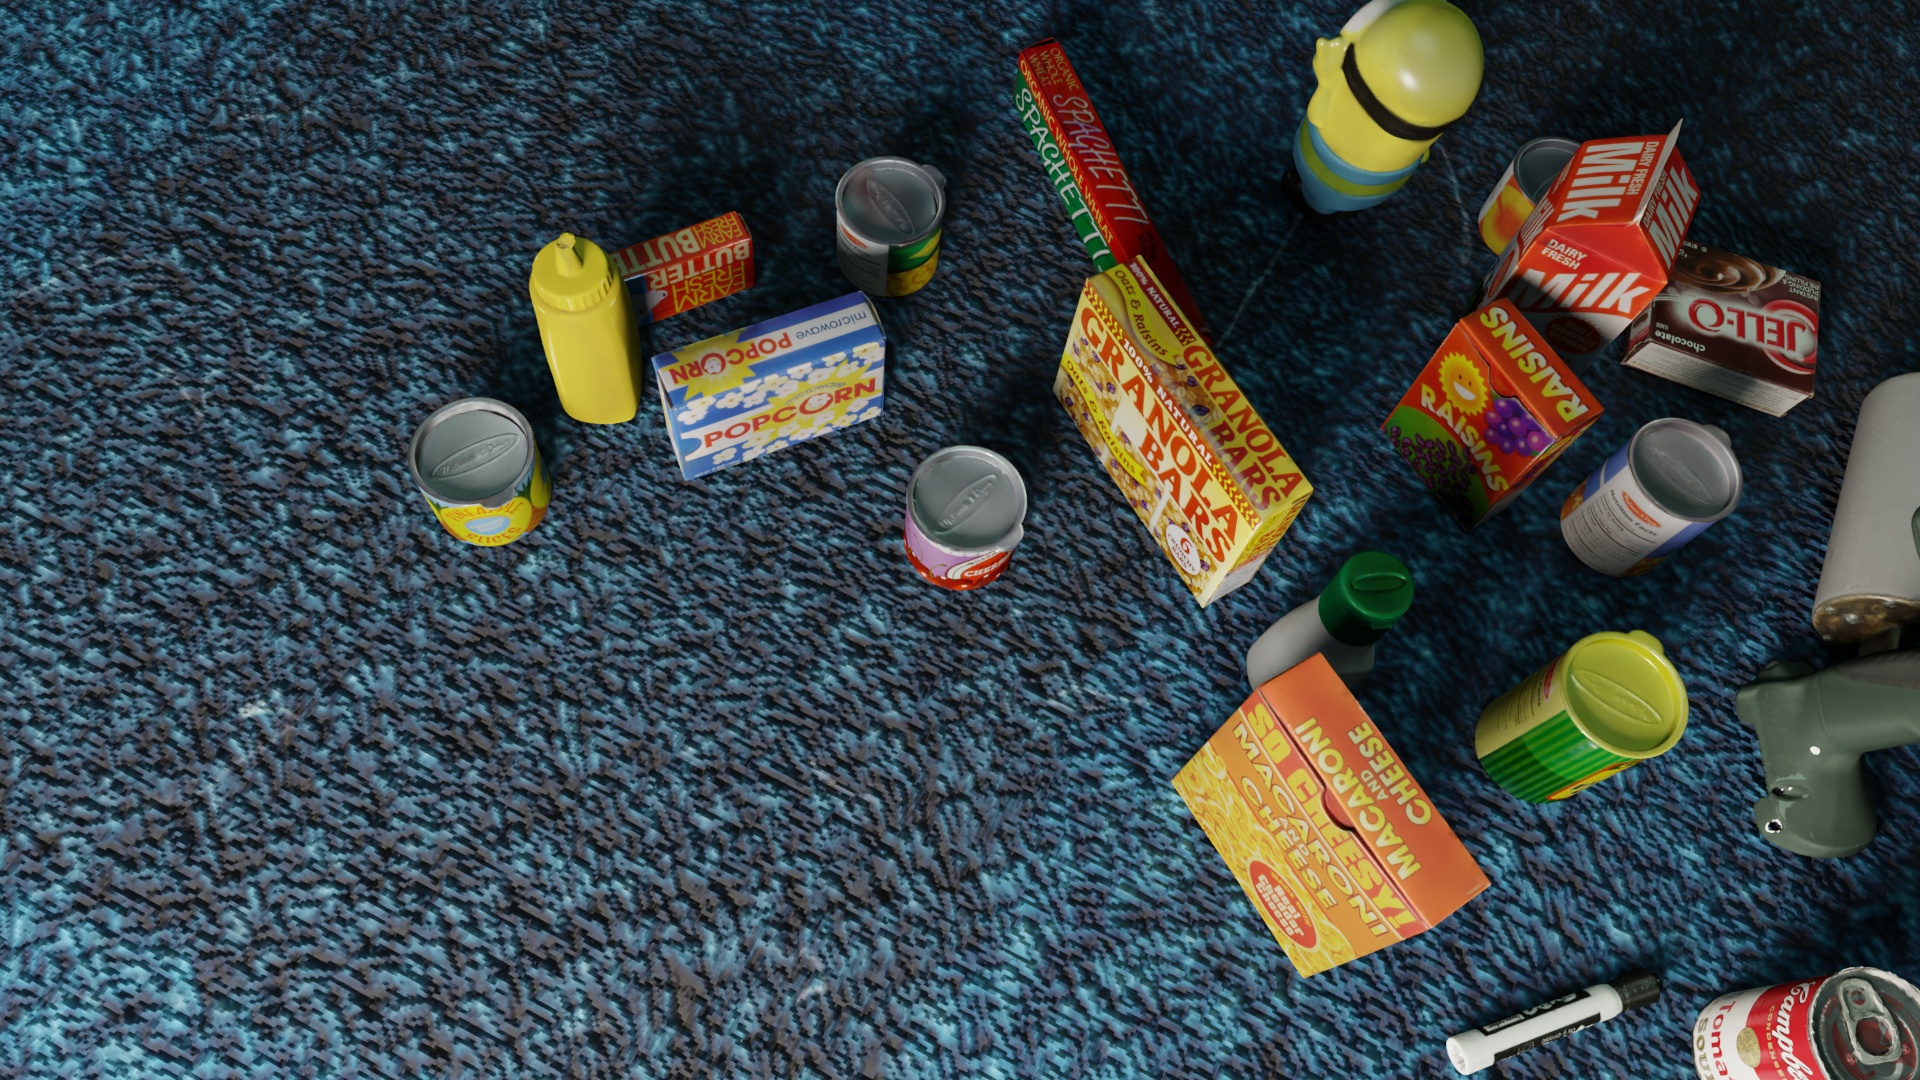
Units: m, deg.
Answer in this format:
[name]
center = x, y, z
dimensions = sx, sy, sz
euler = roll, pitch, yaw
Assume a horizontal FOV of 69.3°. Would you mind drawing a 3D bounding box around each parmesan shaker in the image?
[parmesan shaker]
center = 0.329, 0.095, 0.741
dimensions = 0.071, 0.102, 0.071
euler = 2, 66, -4

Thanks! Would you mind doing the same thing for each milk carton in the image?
[milk carton]
center = 0.362, -0.161, 0.813
dimensions = 0.073, 0.189, 0.072
euler = 28, 66, 7

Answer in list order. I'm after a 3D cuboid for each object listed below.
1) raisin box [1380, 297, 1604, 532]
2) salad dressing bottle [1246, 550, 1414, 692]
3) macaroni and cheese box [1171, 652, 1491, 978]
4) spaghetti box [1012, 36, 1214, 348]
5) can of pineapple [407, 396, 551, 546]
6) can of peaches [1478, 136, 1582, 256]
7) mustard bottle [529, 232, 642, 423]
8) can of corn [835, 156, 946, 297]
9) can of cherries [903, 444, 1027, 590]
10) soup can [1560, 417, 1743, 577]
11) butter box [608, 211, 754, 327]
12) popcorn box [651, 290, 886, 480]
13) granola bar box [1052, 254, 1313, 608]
[raisin box]
center = 0.302, -0.070, 0.803
dimensions = 0.040, 0.123, 0.086
euler = -27, 71, -16
[salad dressing bottle]
center = 0.193, 0.050, 0.724
dimensions = 0.064, 0.147, 0.044
euler = -5, 66, -7
[macaroni and cheese box]
center = 0.169, 0.139, 0.671
dimensions = 0.040, 0.165, 0.124
euler = -28, 71, -16
[spaghetti box]
center = 0.093, -0.211, 0.888
dimensions = 0.029, 0.050, 0.251
euler = -18, 68, -13
[can of pineapple]
center = -0.264, -0.035, 0.769
dimensions = 0.071, 0.057, 0.071
euler = 2, 66, -4
[can of peaches]
center = 0.386, -0.220, 0.915
dimensions = 0.071, 0.057, 0.071
euler = 2, 66, -4
[mustard bottle]
center = -0.205, -0.122, 0.758
dimensions = 0.049, 0.159, 0.065
euler = -3, 66, -7
[can of corn]
center = -0.042, -0.195, 0.863
dimensions = 0.071, 0.058, 0.071
euler = 2, 66, -4
[can of cherries]
center = 0.003, -0.010, 0.782
dimensions = 0.071, 0.058, 0.072
euler = 2, 66, -4
[soup can]
center = 0.404, -0.025, 0.813
dimensions = 0.071, 0.083, 0.071
euler = 2, 66, -4
[butter box]
center = -0.176, -0.159, 0.836
dimensions = 0.104, 0.053, 0.024
euler = -23, 70, -15
[popcorn box]
center = -0.106, -0.087, 0.792
dimensions = 0.127, 0.085, 0.038
euler = -20, 69, -14
[granola bar box]
center = 0.119, -0.059, 0.780
dimensions = 0.039, 0.123, 0.166
euler = -27, 71, -16
